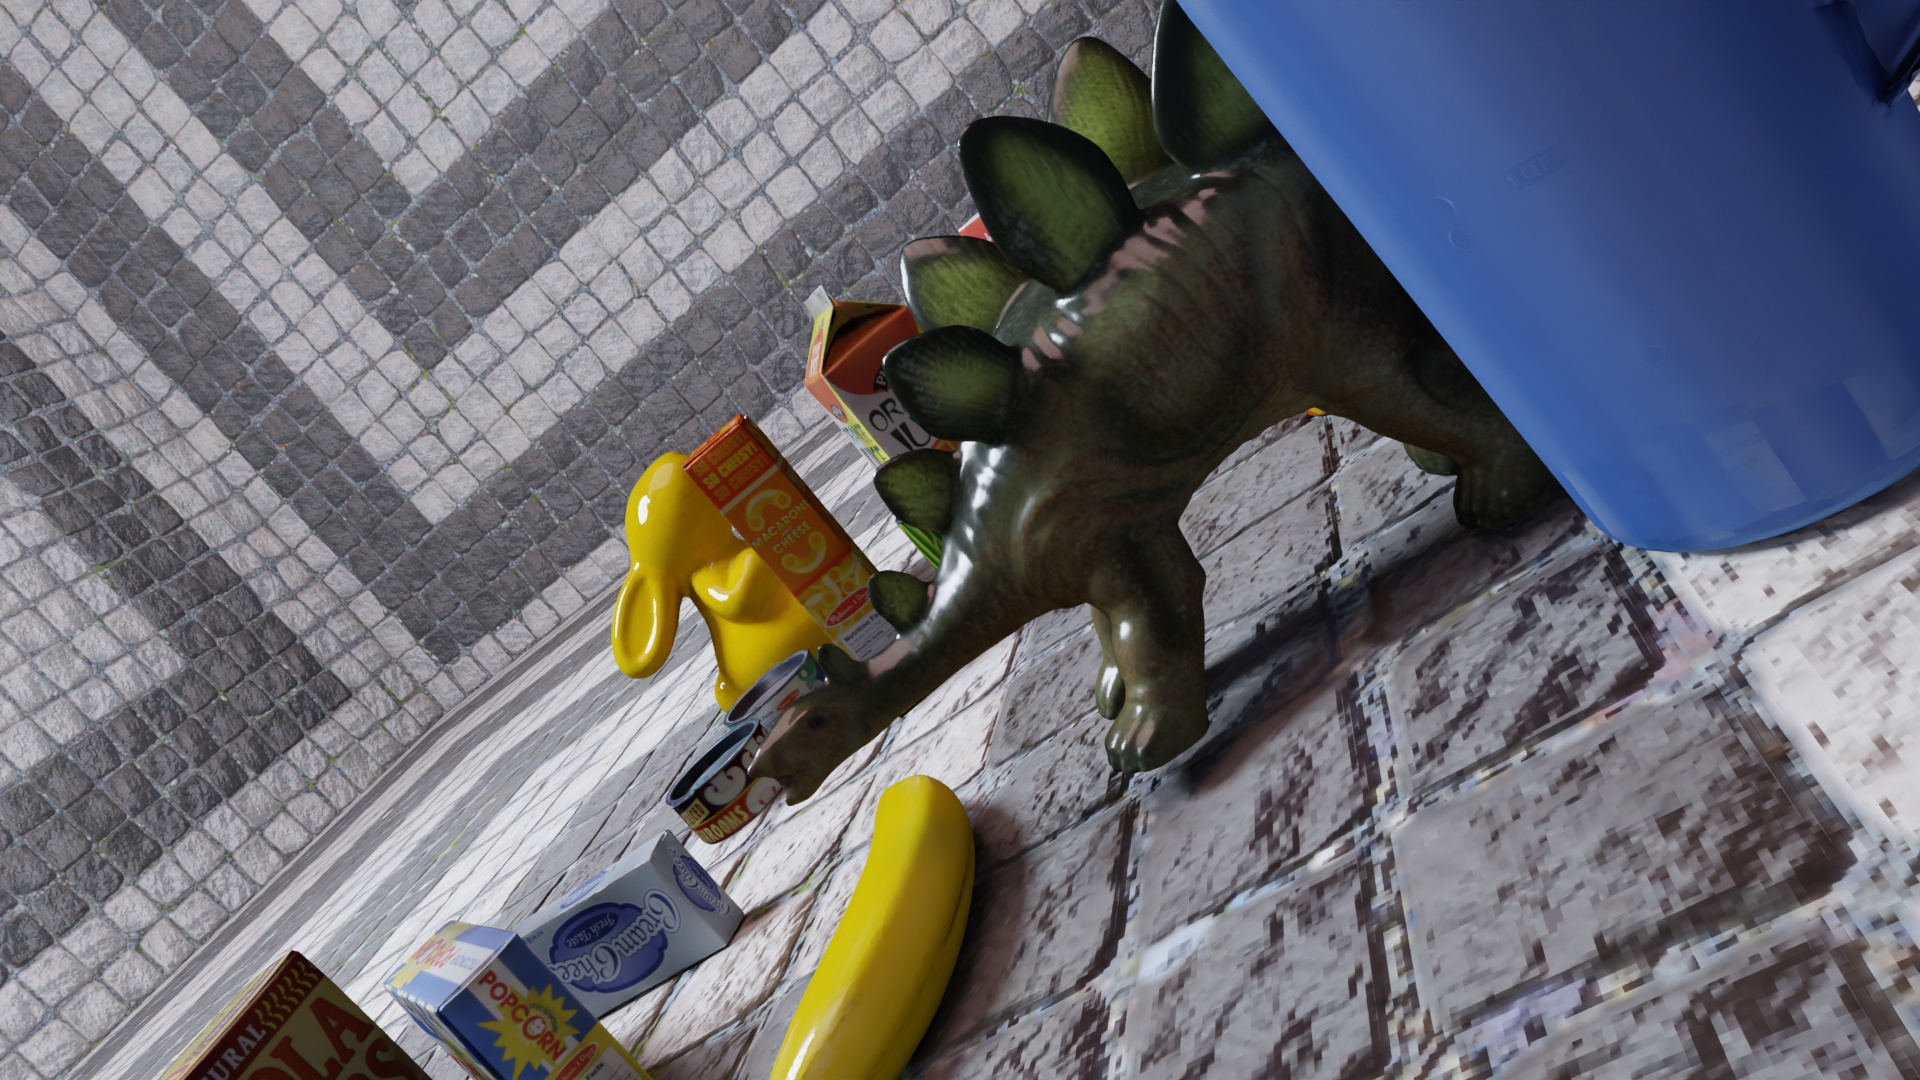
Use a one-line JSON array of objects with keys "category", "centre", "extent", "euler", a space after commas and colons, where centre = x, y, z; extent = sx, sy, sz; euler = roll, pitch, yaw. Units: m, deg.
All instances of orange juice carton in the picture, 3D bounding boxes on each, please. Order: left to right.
[{"category": "orange juice carton", "centre": [-0.035, -0.085, 0.902], "extent": [0.073, 0.192, 0.072], "euler": [-42, 11, -10]}]

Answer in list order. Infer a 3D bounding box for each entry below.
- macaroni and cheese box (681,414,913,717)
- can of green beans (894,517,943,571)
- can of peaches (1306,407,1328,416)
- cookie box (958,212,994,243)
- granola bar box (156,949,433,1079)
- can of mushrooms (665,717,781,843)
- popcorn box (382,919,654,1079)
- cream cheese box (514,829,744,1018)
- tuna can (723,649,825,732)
[{"category": "macaroni and cheese box", "centre": [-0.077, 0.007, 0.744], "extent": [0.040, 0.166, 0.124], "euler": [-40, 11, -2]}, {"category": "can of green beans", "centre": [0.004, -0.011, 0.836], "extent": [0.071, 0.057, 0.071], "euler": [-38, 11, 9]}, {"category": "can of peaches", "centre": [0.170, -0.098, 0.641], "extent": [0.071, 0.058, 0.071], "euler": [-38, 11, 9]}, {"category": "cookie box", "centre": [0.085, -0.148, 0.830], "extent": [0.040, 0.167, 0.122], "euler": [-44, 12, -20]}, {"category": "granola bar box", "centre": [-0.231, 0.233, 0.463], "extent": [0.039, 0.124, 0.166], "euler": [-37, 11, 13]}, {"category": "can of mushrooms", "centre": [-0.126, 0.132, 0.756], "extent": [0.071, 0.033, 0.071], "euler": [-38, 11, 9]}, {"category": "popcorn box", "centre": [-0.171, 0.191, 0.535], "extent": [0.038, 0.085, 0.126], "euler": [-46, 13, -30]}, {"category": "cream cheese box", "centre": [-0.150, 0.174, 0.618], "extent": [0.103, 0.053, 0.024], "euler": [-34, 12, 24]}, {"category": "tuna can", "centre": [-0.105, 0.098, 0.826], "extent": [0.071, 0.033, 0.071], "euler": [-38, 11, 9]}]
